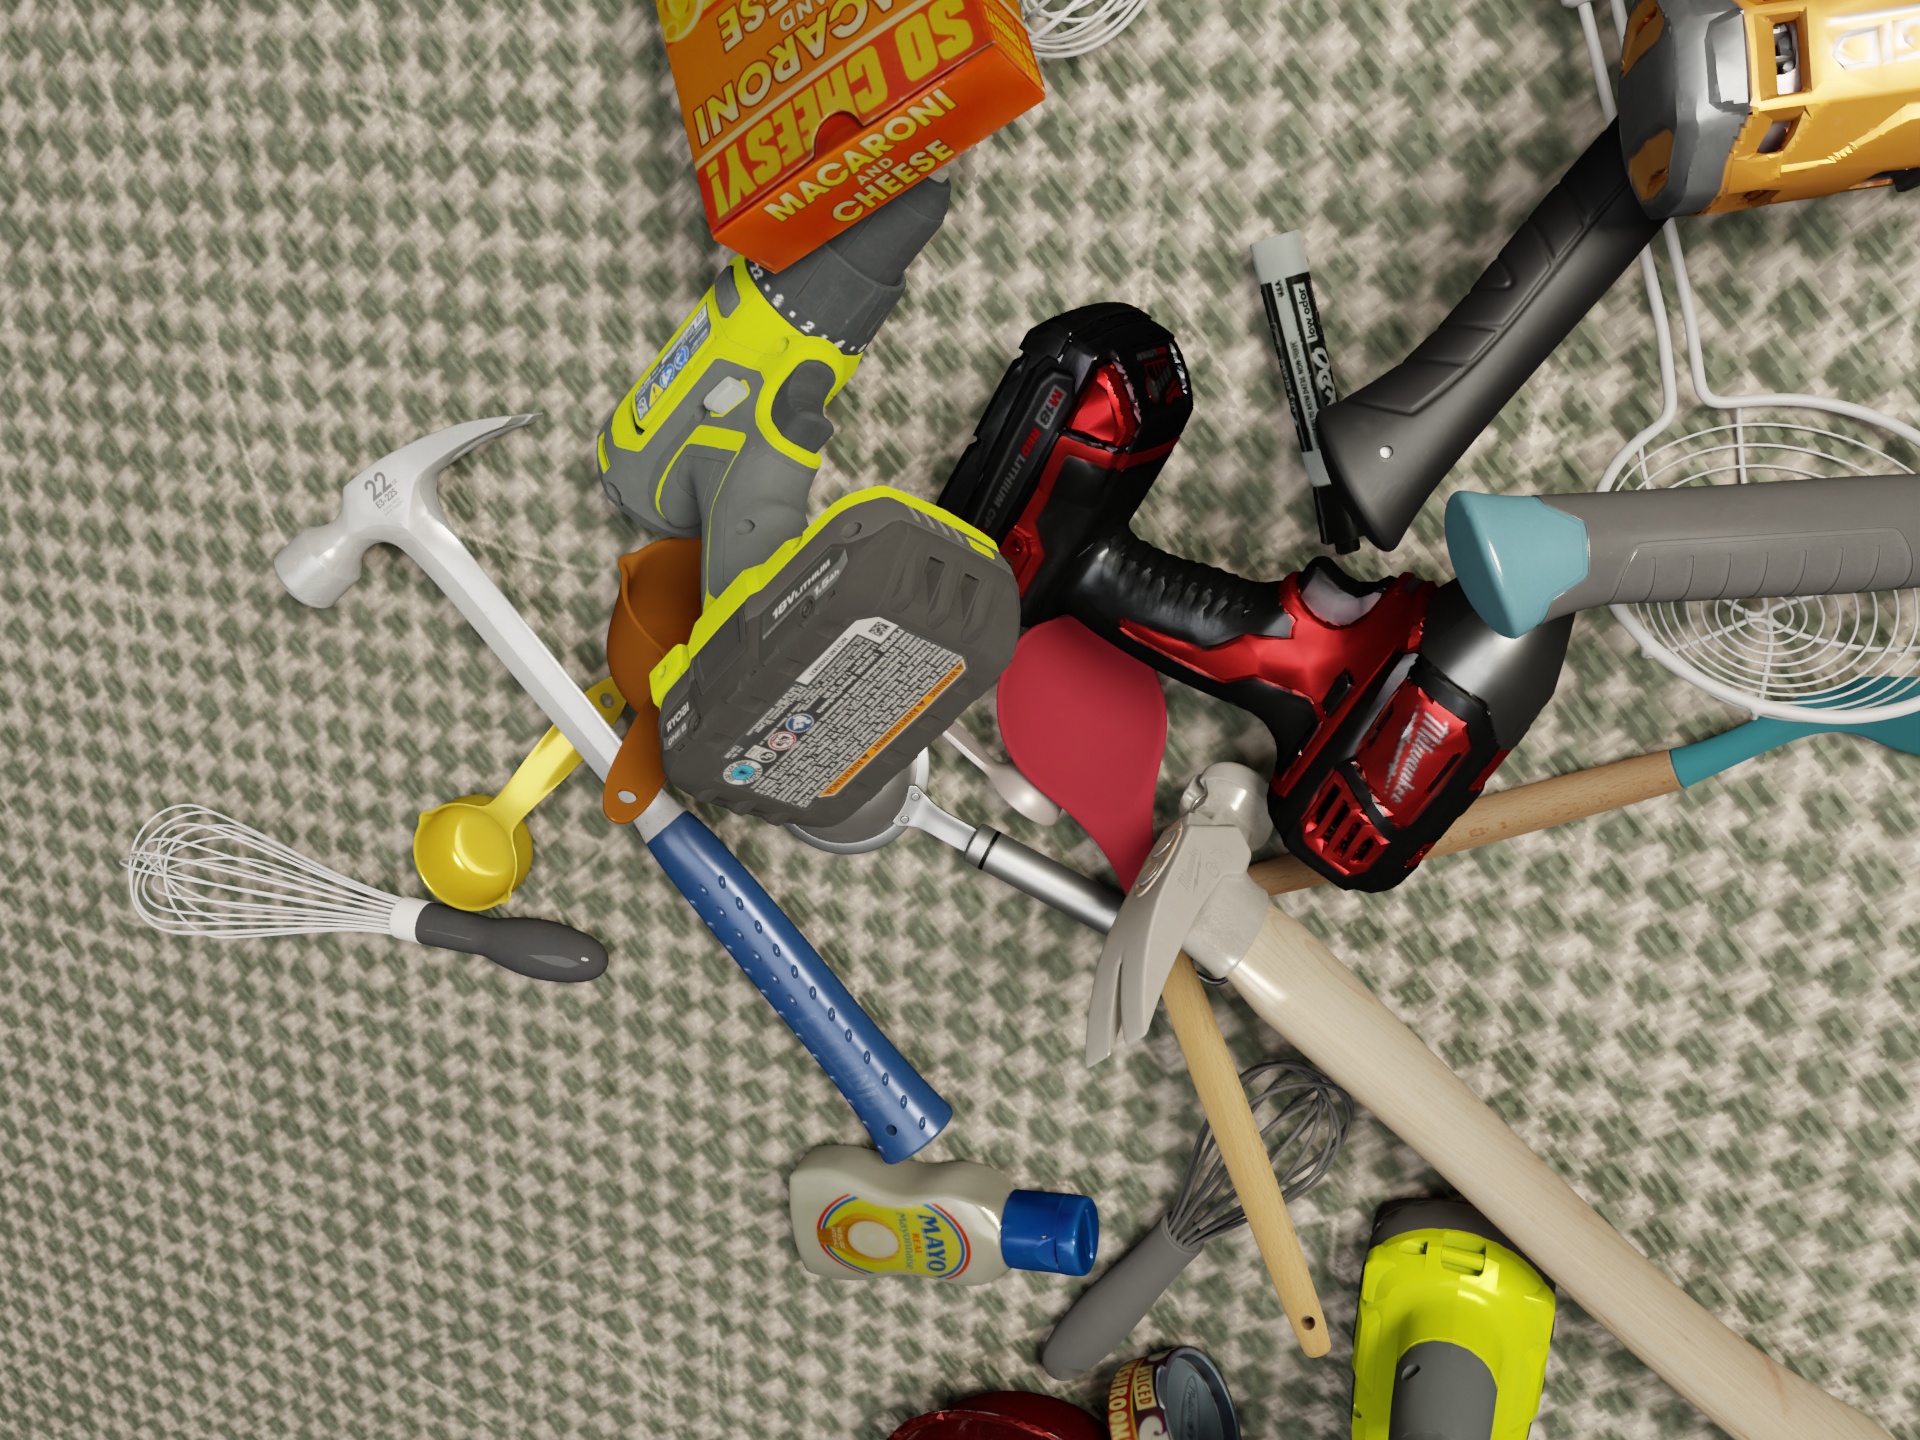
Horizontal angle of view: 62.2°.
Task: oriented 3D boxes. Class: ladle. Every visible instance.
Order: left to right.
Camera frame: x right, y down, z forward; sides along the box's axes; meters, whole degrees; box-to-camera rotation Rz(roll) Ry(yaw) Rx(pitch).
[{"bbox_3d":[0.091,0.107,0.651,0.069,0.031,0.315,-21,86,8],"label":"ladle"}]

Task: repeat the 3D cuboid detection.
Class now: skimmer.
[{"bbox_3d":[0.229,-0.177,0.497,0.127,0.090,0.363,-19,99,-2],"label":"skimmer"}]

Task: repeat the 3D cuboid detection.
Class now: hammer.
[{"bbox_3d":[-0.140,0.038,0.743,0.144,0.035,0.405,-38,94,16],"label":"hammer"},{"bbox_3d":[0.219,0.194,0.603,0.410,0.146,0.038,42,133,-6],"label":"hammer"},{"bbox_3d":[0.227,-0.186,0.464,0.146,0.035,0.335,41,98,6],"label":"hammer"},{"bbox_3d":[0.309,-0.056,0.466,0.331,0.033,0.128,-4,90,-2],"label":"hammer"}]

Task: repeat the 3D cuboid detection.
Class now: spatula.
[{"bbox_3d":[0.241,0.034,0.590,0.317,0.082,0.044,-20,57,30],"label":"spatula"}]

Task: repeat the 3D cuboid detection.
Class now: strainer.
[{"bbox_3d":[0.002,0.051,0.698,0.258,0.050,0.087,27,108,7],"label":"strainer"}]

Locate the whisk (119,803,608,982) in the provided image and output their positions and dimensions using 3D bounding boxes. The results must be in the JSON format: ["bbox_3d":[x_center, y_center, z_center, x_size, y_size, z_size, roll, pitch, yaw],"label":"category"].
[{"bbox_3d":[-0.315,0.097,0.834,0.284,0.070,0.070,10,112,13],"label":"whisk"}]

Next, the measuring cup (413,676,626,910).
[{"bbox_3d":[-0.210,0.032,0.789,0.062,0.029,0.156,45,106,-1],"label":"measuring cup"}]

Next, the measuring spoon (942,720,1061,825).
[{"bbox_3d":[-0.001,-0.002,0.687,0.124,0.034,0.018,43,109,8],"label":"measuring spoon"}]

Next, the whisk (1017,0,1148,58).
[{"bbox_3d":[0.102,-0.303,0.514,0.246,0.059,0.057,-33,127,33],"label":"whisk"}]

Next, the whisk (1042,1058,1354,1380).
[{"bbox_3d":[0.098,0.233,0.720,0.055,0.055,0.239,36,121,7],"label":"whisk"}]

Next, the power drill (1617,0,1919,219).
[{"bbox_3d":[0.261,-0.251,0.401,0.185,0.084,0.226,-5,94,8],"label":"power drill"}]

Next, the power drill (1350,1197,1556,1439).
[{"bbox_3d":[0.179,0.306,0.611,0.080,0.223,0.171,8,111,19],"label":"power drill"}]

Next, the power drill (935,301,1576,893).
[{"bbox_3d":[0.107,-0.052,0.579,0.220,0.078,0.143,38,121,13],"label":"power drill"}]

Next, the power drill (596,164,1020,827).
[{"bbox_3d":[-0.056,-0.095,0.589,0.190,0.080,0.229,-43,44,29],"label":"power drill"}]

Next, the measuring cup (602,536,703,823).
[{"bbox_3d":[-0.116,-0.005,0.652,0.095,0.174,0.052,23,132,-6],"label":"measuring cup"}]
